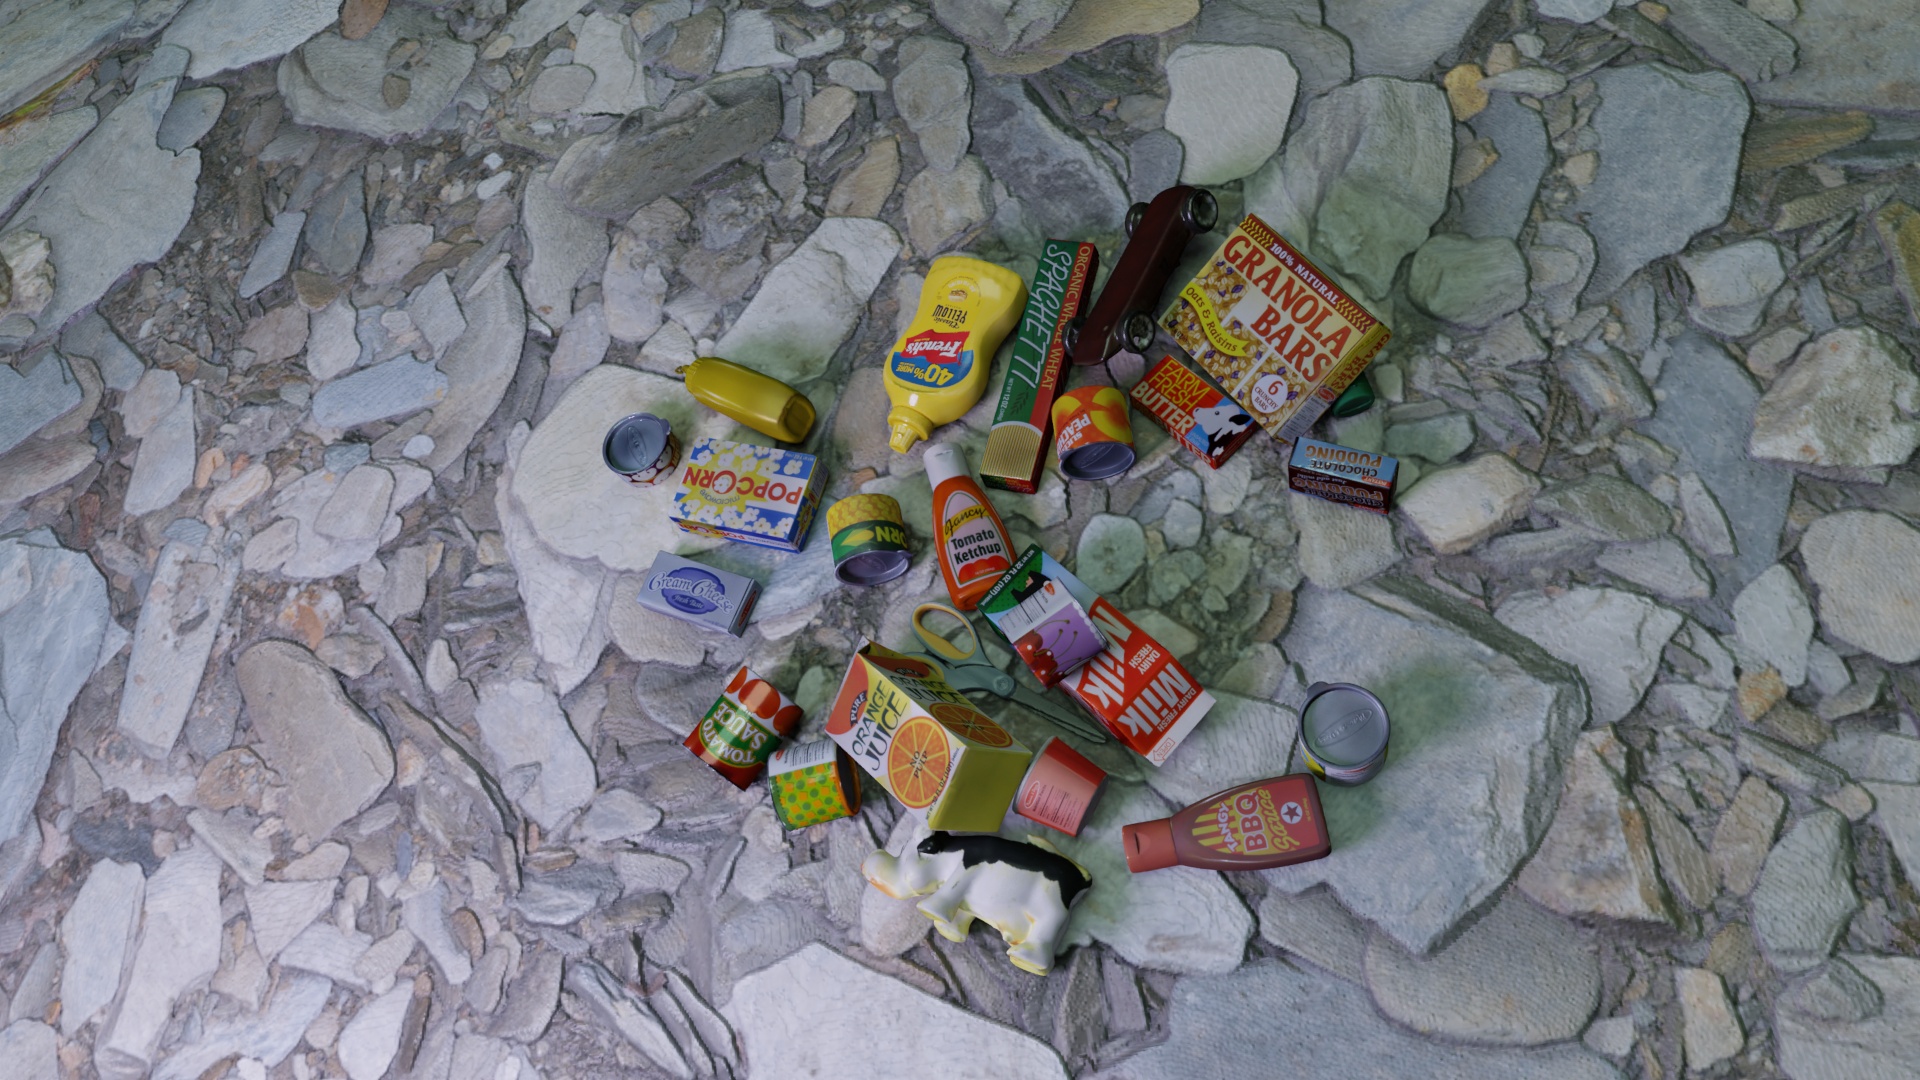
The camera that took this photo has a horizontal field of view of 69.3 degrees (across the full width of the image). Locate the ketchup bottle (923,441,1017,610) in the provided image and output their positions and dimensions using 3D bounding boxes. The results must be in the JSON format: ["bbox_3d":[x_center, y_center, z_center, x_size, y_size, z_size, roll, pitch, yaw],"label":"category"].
[{"bbox_3d":[0.004,-0.015,1.197,0.065,0.043,0.149,-16,62,-4],"label":"ketchup bottle"}]

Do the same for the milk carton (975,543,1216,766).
[{"bbox_3d":[0.108,0.094,1.103,0.191,0.073,0.072,39,82,26],"label":"milk carton"}]

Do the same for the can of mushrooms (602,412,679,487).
[{"bbox_3d":[-0.301,-0.087,1.319,0.071,0.033,0.071,-6,65,13],"label":"can of mushrooms"}]

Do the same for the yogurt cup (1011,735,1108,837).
[{"bbox_3d":[0.079,0.192,1.073,0.054,0.072,0.072,27,76,16],"label":"yogurt cup"}]

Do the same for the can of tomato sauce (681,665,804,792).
[{"bbox_3d":[-0.180,0.156,1.156,0.071,0.071,0.083,32,78,25],"label":"can of tomato sauce"}]

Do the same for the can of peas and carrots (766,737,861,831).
[{"bbox_3d":[-0.117,0.198,1.124,0.059,0.070,0.071,-15,64,8],"label":"can of peas and carrots"}]

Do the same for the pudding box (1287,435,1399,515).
[{"bbox_3d":[0.310,-0.053,1.126,0.084,0.049,0.030,17,71,21],"label":"pudding box"}]

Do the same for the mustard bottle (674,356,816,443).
[{"bbox_3d":[-0.211,-0.140,1.303,0.160,0.065,0.049,25,80,28],"label":"mustard bottle"}]

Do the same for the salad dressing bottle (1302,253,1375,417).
[{"bbox_3d":[0.309,-0.175,1.186,0.064,0.044,0.148,-21,64,10],"label":"salad dressing bottle"}]

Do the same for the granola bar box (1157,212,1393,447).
[{"bbox_3d":[0.260,-0.179,1.167,0.124,0.039,0.166,-50,54,18],"label":"granola bar box"}]

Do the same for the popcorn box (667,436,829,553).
[{"bbox_3d":[-0.193,-0.042,1.267,0.127,0.038,0.085,10,70,20],"label":"popcorn box"}]

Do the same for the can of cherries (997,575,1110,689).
[{"bbox_3d":[0.071,0.072,1.045,0.058,0.071,0.072,-37,62,0],"label":"can of cherries"}]

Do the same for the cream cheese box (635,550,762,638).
[{"bbox_3d":[-0.235,0.048,1.246,0.104,0.024,0.053,16,71,21],"label":"cream cheese box"}]

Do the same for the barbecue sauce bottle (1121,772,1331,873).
[{"bbox_3d":[0.197,0.218,1.039,0.148,0.043,0.065,-13,65,10],"label":"barbecue sauce bottle"}]

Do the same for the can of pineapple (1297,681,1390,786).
[{"bbox_3d":[0.286,0.144,1.039,0.071,0.057,0.071,-6,65,13],"label":"can of pineapple"}]

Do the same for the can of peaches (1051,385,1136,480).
[{"bbox_3d":[0.112,-0.092,1.187,0.071,0.071,0.058,-11,63,11],"label":"can of peaches"}]

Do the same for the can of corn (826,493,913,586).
[{"bbox_3d":[-0.078,-0.002,1.201,0.071,0.071,0.058,-16,63,8],"label":"can of corn"}]

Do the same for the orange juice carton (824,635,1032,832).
[{"bbox_3d":[-0.039,0.148,1.092,0.193,0.073,0.071,34,105,45],"label":"orange juice carton"}]

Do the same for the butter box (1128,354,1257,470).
[{"bbox_3d":[0.200,-0.111,1.197,0.053,0.024,0.104,-44,63,-7],"label":"butter box"}]

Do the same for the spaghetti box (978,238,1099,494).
[{"bbox_3d":[0.073,-0.162,1.253,0.050,0.028,0.251,9,70,18],"label":"spaghetti box"}]
